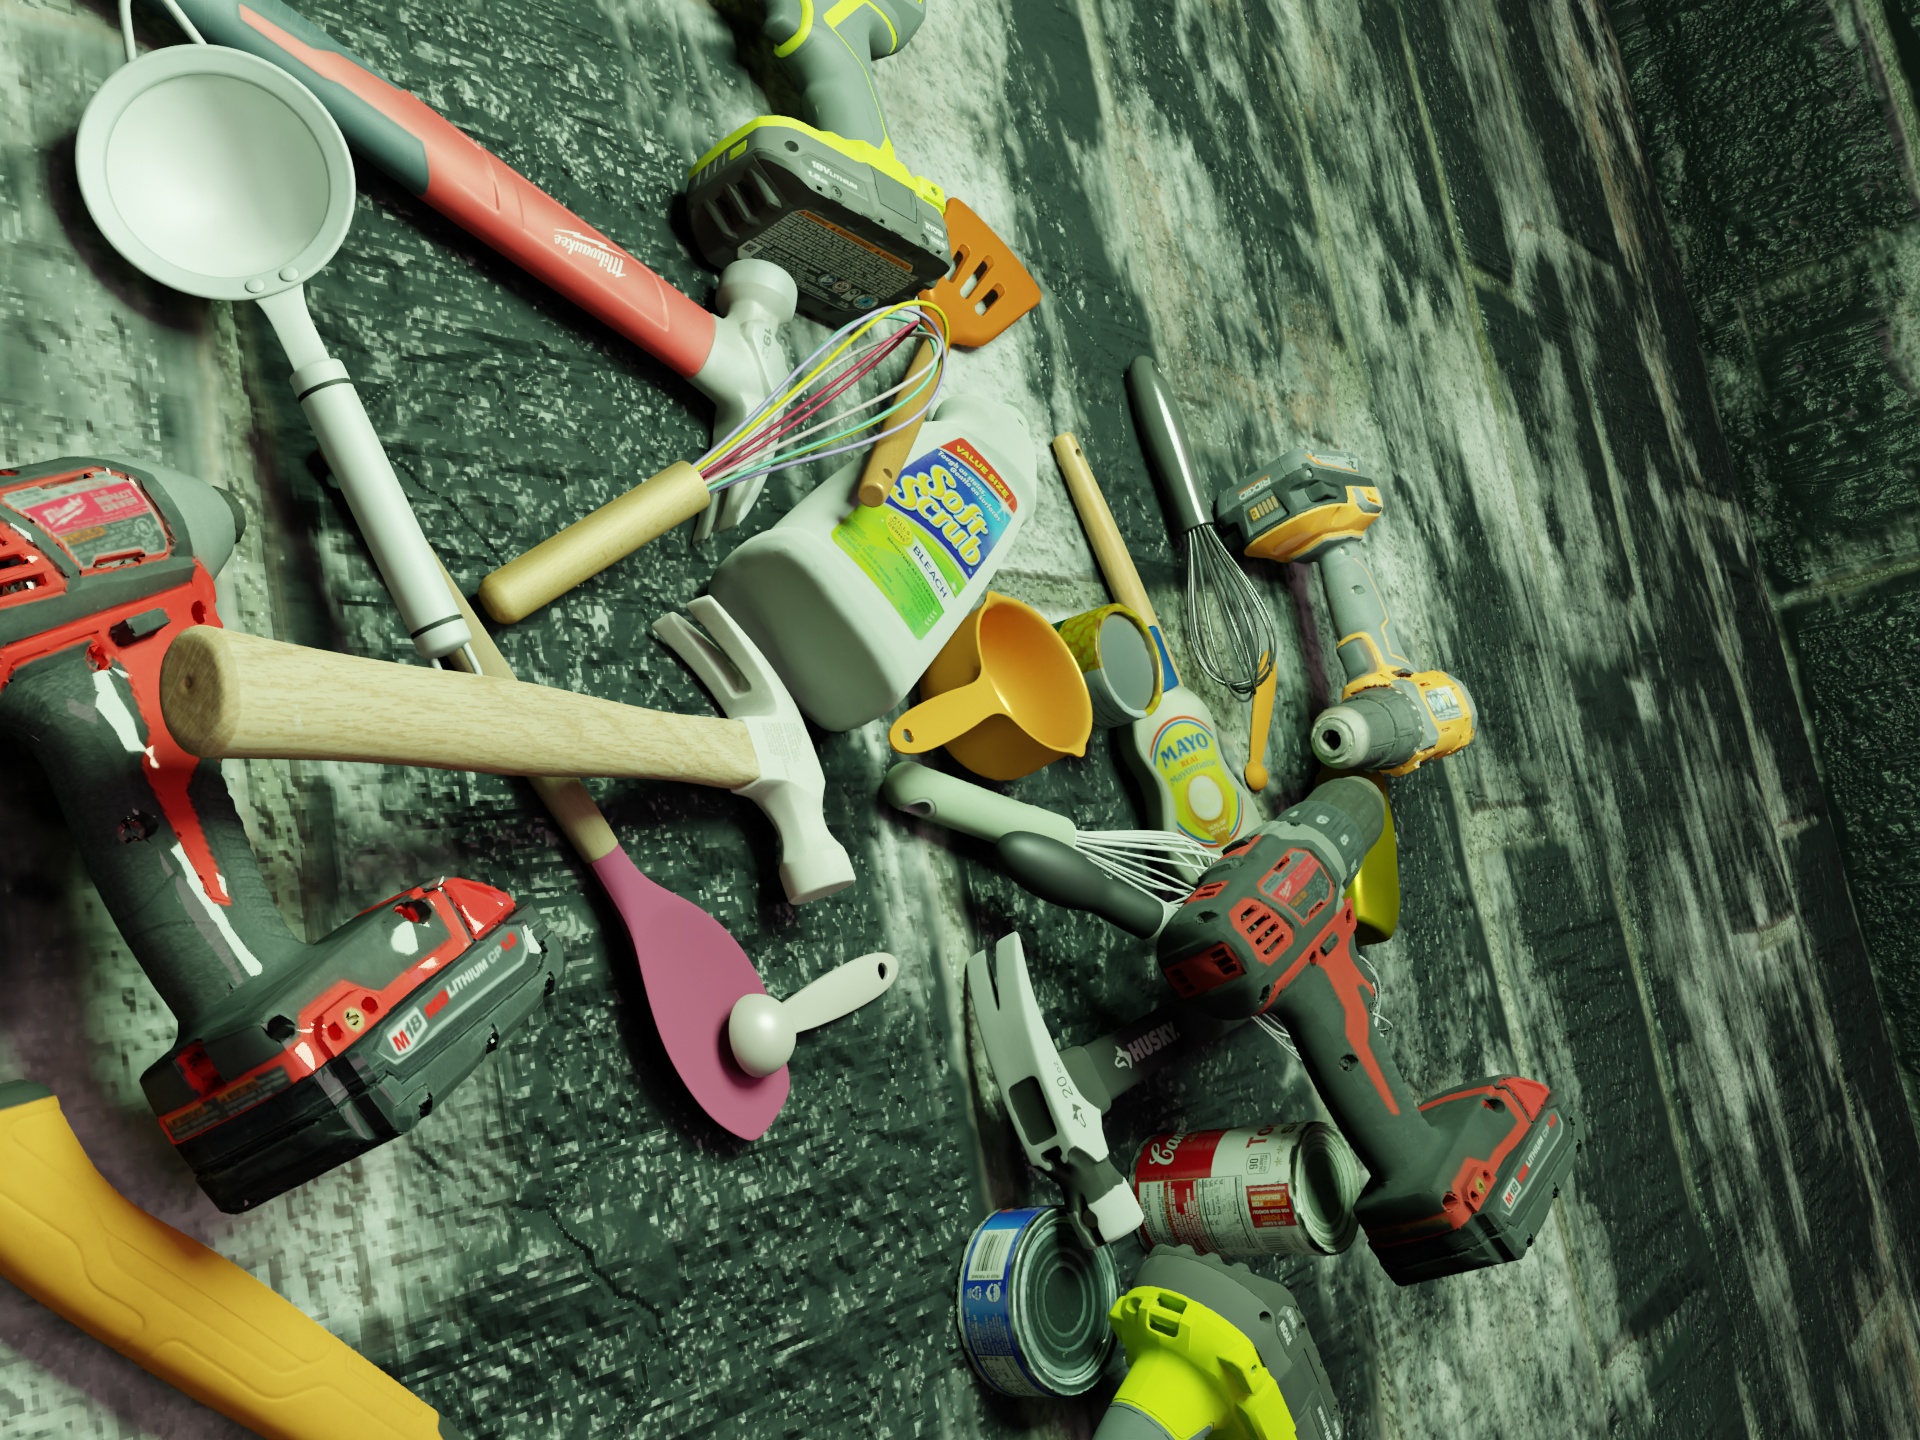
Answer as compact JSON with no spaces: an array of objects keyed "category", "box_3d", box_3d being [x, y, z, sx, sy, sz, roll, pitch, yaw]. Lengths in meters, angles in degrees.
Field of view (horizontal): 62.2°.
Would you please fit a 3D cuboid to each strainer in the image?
[{"category":"strainer","box_3d":[-0.228,-0.124,0.554,0.087,0.050,0.258,-26,94,-22]}]

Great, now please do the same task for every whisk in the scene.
[{"category":"whisk","box_3d":[0.058,0.064,0.833,0.246,0.058,0.059,22,52,-36]},{"category":"whisk","box_3d":[0.127,0.120,0.839,0.284,0.070,0.070,28,55,-29]},{"category":"whisk","box_3d":[0.151,-0.126,1.032,0.055,0.055,0.239,-9,79,-52]},{"category":"whisk","box_3d":[-0.095,-0.113,0.665,0.245,0.047,0.051,-37,85,-26]}]

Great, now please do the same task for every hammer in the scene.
[{"category":"hammer","box_3d":[-0.137,0.003,0.563,0.331,0.031,0.130,13,55,-67]},{"category":"hammer","box_3d":[-0.218,-0.213,0.619,0.385,0.038,0.143,30,56,-41]},{"category":"hammer","box_3d":[-0.184,0.230,0.492,0.336,0.034,0.127,50,42,-26]},{"category":"hammer","box_3d":[0.122,0.161,0.875,0.334,0.035,0.146,-9,68,-56]}]

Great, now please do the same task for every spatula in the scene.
[{"category":"spatula","box_3d":[-0.011,-0.188,0.820,0.081,0.041,0.323,44,28,-19]}]

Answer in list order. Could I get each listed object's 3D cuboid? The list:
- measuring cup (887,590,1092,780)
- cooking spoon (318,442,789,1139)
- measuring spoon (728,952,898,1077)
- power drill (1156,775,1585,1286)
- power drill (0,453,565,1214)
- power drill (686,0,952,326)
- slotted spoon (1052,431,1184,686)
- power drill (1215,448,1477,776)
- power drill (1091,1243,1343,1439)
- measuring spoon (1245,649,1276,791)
[{"category":"measuring cup","box_3d":[-0.001,-0.002,0.776,0.173,0.052,0.095,-26,86,-55]},{"category":"cooking spoon","box_3d":[-0.153,0.030,0.618,0.318,0.017,0.069,61,31,-15]},{"category":"measuring spoon","box_3d":[-0.056,0.122,0.691,0.124,0.018,0.034,-17,90,-59]},{"category":"power drill","box_3d":[0.214,0.146,0.812,0.227,0.080,0.188,54,45,1]},{"category":"power drill","box_3d":[-0.224,0.021,0.481,0.219,0.078,0.143,59,22,-9]},{"category":"power drill","box_3d":[-0.083,-0.328,0.801,0.171,0.080,0.223,13,63,-48]},{"category":"slotted spoon","box_3d":[0.123,-0.029,0.972,0.070,0.031,0.313,-29,98,-47]},{"category":"power drill","box_3d":[0.256,-0.068,1.078,0.185,0.084,0.226,-9,73,-52]},{"category":"power drill","box_3d":[0.077,0.368,0.696,0.228,0.080,0.190,-44,122,-35]},{"category":"measuring spoon","box_3d":[0.207,-0.002,1.074,0.021,0.011,0.117,42,47,-33]}]
